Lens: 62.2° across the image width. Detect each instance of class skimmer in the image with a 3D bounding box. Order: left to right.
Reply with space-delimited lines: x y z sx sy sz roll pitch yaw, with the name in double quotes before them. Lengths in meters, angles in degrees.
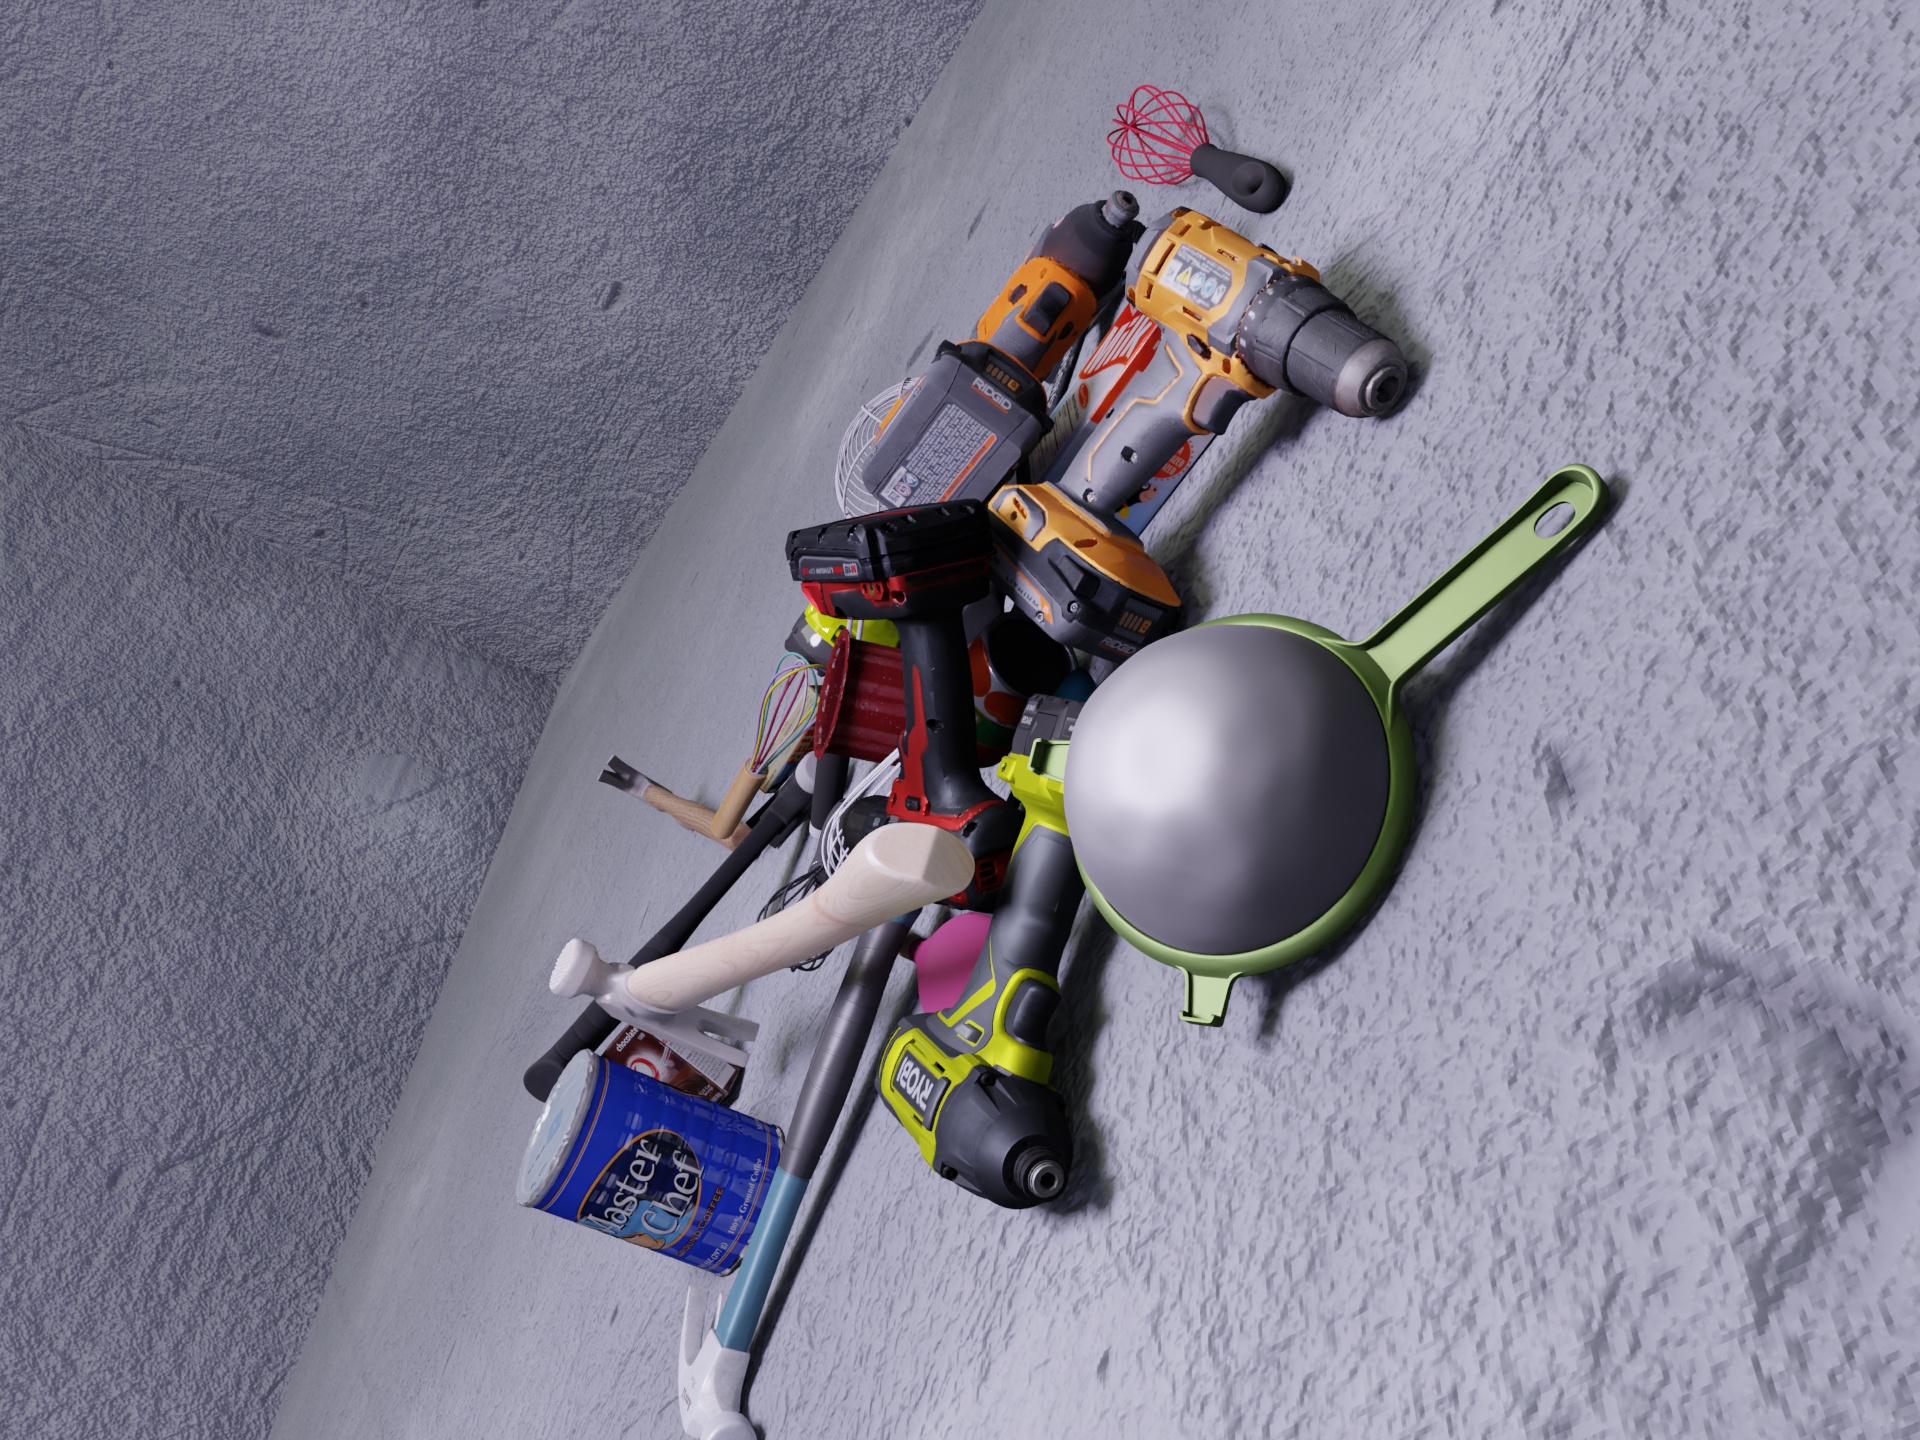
"skimmer" -0.056 -0.073 1.178 0.127 0.090 0.363 33 126 33

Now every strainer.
"strainer" 0.131 -0.013 0.604 0.256 0.069 0.152 -43 54 18

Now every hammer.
"hammer" -0.220 0.163 1.250 0.335 0.035 0.146 -50 3 -31
"hammer" -0.268 0.090 1.562 0.031 0.130 0.331 -61 26 -8
"hammer" -0.104 0.134 0.914 0.410 0.146 0.038 -30 37 53
"hammer" -0.092 0.252 0.932 0.331 0.033 0.128 -69 19 -8
"hammer" 0.053 -0.194 1.119 0.149 0.036 0.409 -45 19 46

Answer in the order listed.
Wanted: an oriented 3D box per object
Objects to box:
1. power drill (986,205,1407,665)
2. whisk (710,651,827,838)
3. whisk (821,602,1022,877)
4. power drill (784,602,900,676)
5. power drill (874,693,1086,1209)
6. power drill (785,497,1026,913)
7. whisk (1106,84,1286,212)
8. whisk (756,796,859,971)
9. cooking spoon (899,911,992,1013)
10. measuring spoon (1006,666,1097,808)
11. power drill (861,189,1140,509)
"power drill" 0.117 -0.139 0.834 0.226 0.084 0.186 -59 44 16
"whisk" -0.163 0.026 1.292 0.047 0.051 0.245 -42 -9 -44
"whisk" -0.001 -0.003 1.044 0.284 0.070 0.070 -56 19 5
"power drill" -0.039 -0.144 1.276 0.228 0.080 0.191 -55 4 20
"power drill" 0.042 0.107 0.742 0.223 0.080 0.171 -68 19 -3
"power drill" -0.033 -0.005 0.913 0.188 0.080 0.226 7 111 61
"whisk" 0.168 -0.403 1.138 0.073 0.073 0.296 -57 26 18
"whisk" -0.098 0.108 1.108 0.055 0.055 0.239 -55 6 21
"cooking spoon" -0.033 0.138 0.983 0.069 0.017 0.319 -69 20 -6
"measuring spoon" 0.049 0.029 0.920 0.042 0.021 0.128 -21 -41 -64
"power drill" 0.036 -0.233 1.000 0.164 0.084 0.227 -45 12 49
